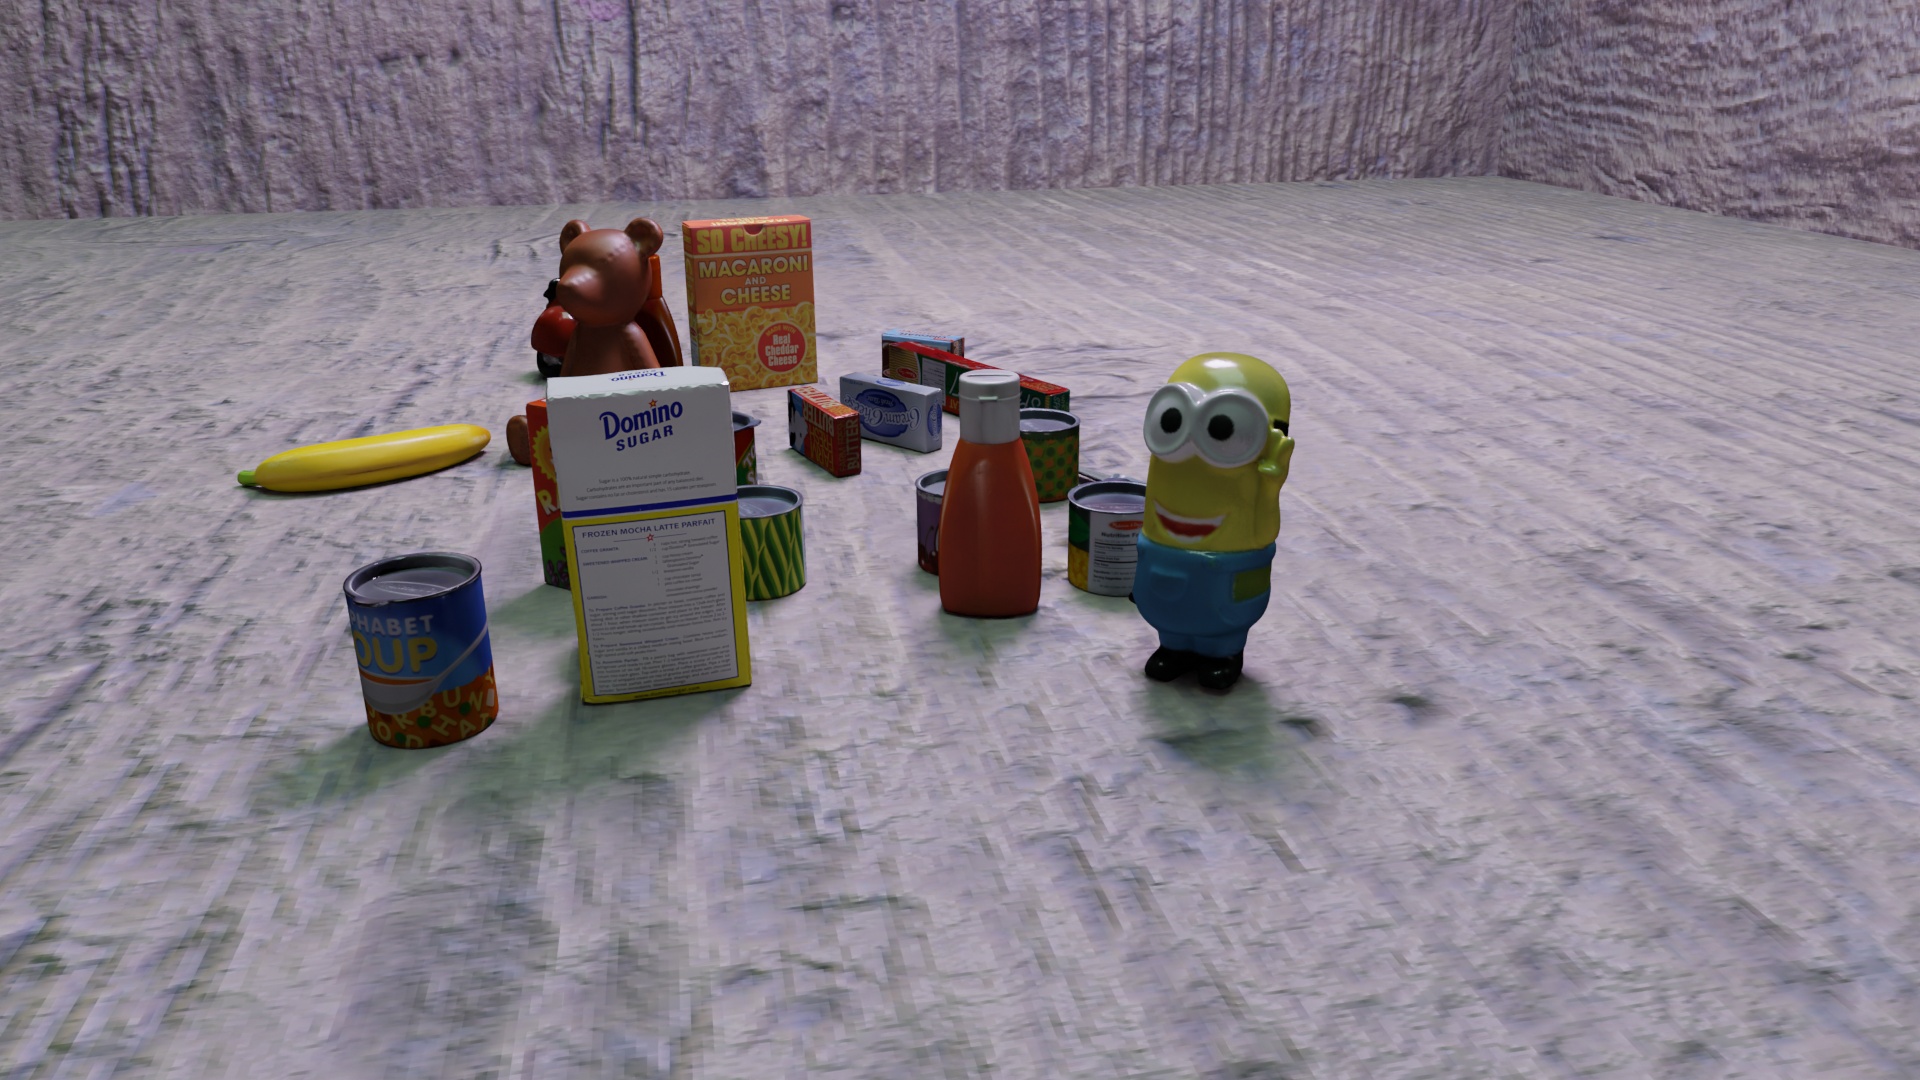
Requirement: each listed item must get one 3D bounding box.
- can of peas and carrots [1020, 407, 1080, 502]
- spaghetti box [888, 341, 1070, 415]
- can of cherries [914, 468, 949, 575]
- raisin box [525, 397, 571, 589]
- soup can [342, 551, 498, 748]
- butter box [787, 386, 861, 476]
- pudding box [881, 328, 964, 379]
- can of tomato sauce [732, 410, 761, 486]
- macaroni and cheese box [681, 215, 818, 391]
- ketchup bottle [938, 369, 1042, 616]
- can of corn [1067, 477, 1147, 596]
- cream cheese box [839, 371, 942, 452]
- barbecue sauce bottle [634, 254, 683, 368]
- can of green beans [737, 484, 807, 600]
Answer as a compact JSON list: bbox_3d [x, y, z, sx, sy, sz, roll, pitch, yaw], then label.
[{"bbox_3d":[0.058,-0.066,1.079,0.071,0.058,0.071,0,20,0],"label":"can of peas and carrots"},{"bbox_3d":[0.013,-0.139,1.288,0.029,0.050,0.250,-14,25,-34],"label":"spaghetti box"},{"bbox_3d":[0.003,-0.012,0.933,0.071,0.058,0.072,0,20,0],"label":"can of cherries"},{"bbox_3d":[-0.229,-0.028,0.888,0.086,0.123,0.040,12,23,30],"label":"raisin box"},{"bbox_3d":[-0.279,0.057,0.718,0.071,0.083,0.071,0,20,0],"label":"soup can"},{"bbox_3d":[-0.114,-0.092,1.159,0.024,0.053,0.103,-11,23,-27],"label":"butter box"},{"bbox_3d":[-0.039,-0.187,1.419,0.084,0.049,0.030,10,22,26],"label":"pudding box"},{"bbox_3d":[-0.176,-0.045,0.992,0.071,0.082,0.071,0,20,0],"label":"can of tomato sauce"},{"bbox_3d":[-0.208,-0.236,1.388,0.124,0.165,0.040,-9,22,-23],"label":"macaroni and cheese box"},{"bbox_3d":[0.018,-0.028,0.848,0.065,0.148,0.044,1,20,3],"label":"ketchup bottle"},{"bbox_3d":[0.103,-0.003,0.908,0.071,0.058,0.071,0,20,0],"label":"can of corn"},{"bbox_3d":[-0.061,-0.112,1.213,0.104,0.053,0.024,16,25,37],"label":"cream cheese box"},{"bbox_3d":[-0.293,-0.190,1.292,0.065,0.148,0.044,-2,20,-4],"label":"barbecue sauce bottle"},{"bbox_3d":[-0.134,0.001,0.903,0.071,0.057,0.071,0,20,0],"label":"can of green beans"}]
